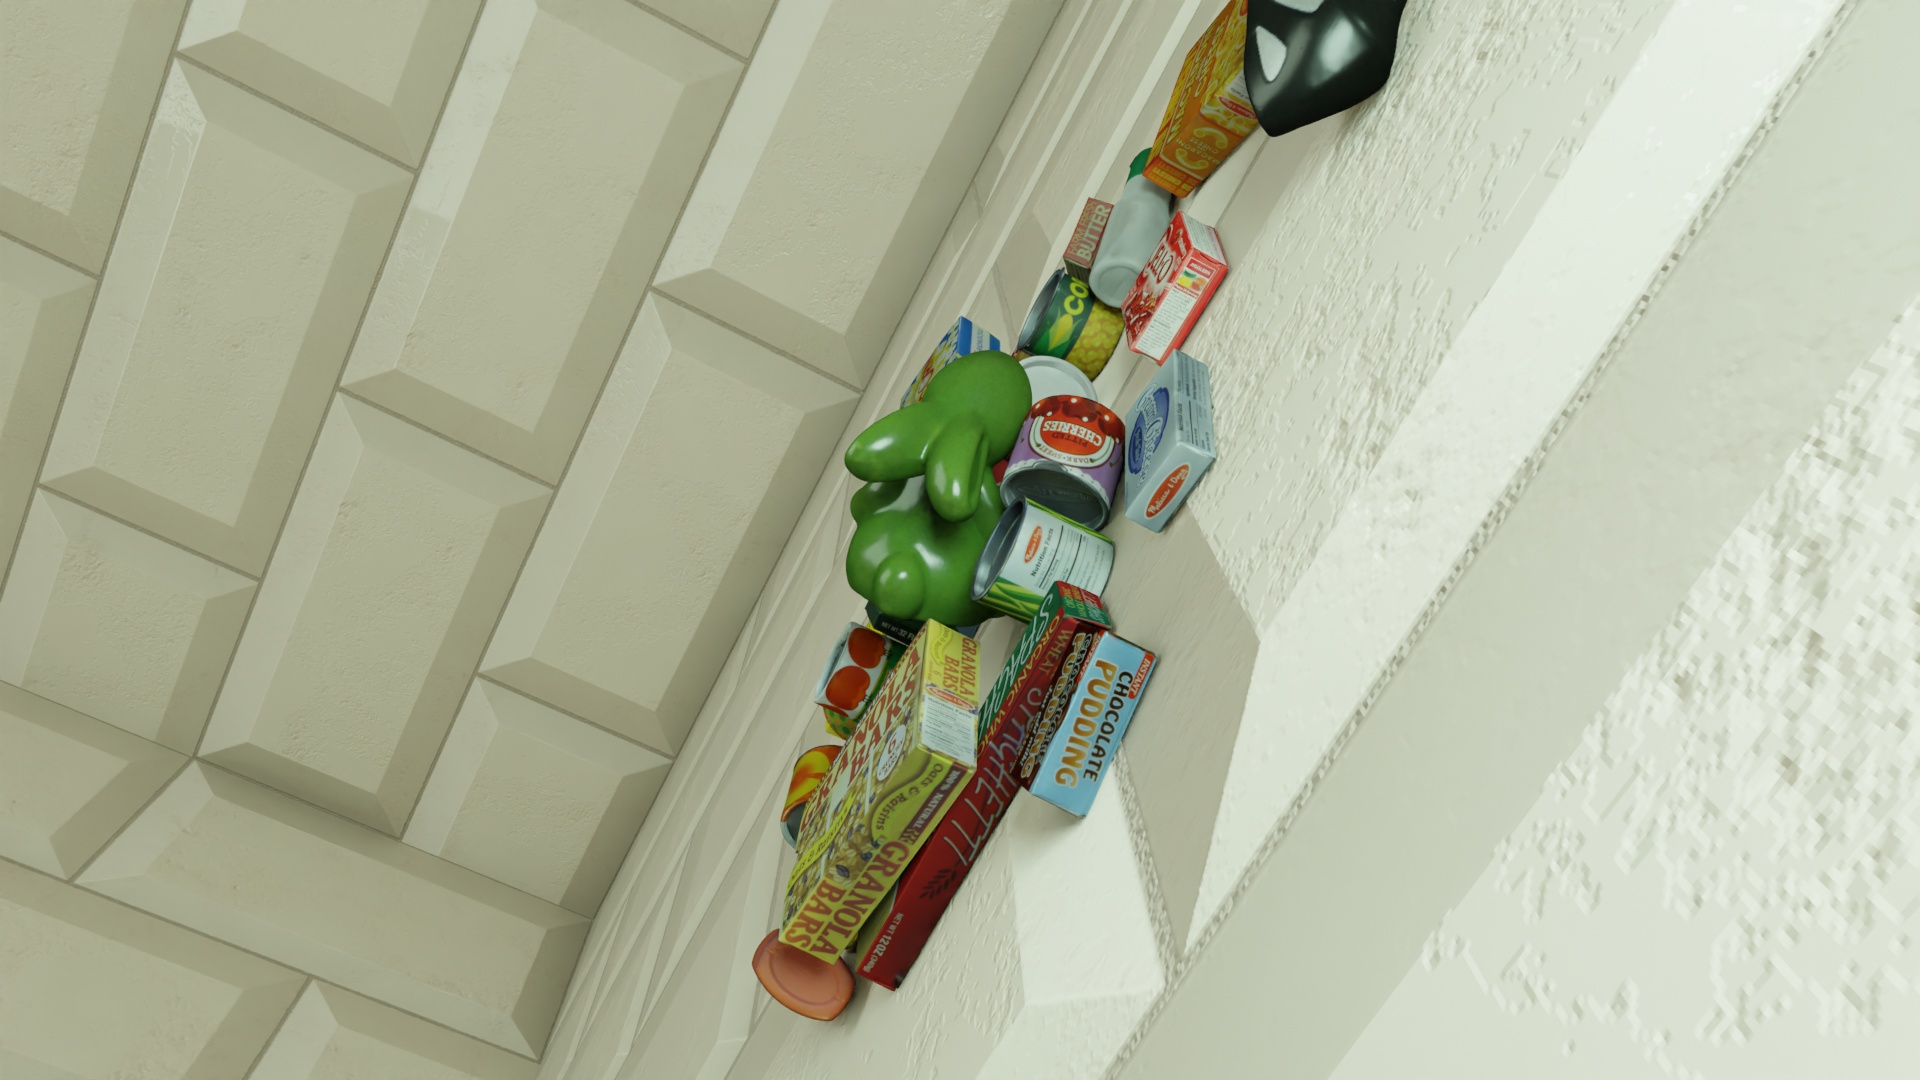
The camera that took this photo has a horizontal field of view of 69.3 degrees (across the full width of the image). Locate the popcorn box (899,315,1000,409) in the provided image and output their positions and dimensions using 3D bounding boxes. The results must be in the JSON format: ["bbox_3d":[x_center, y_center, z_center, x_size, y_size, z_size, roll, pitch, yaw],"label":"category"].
[{"bbox_3d":[-0.010,-0.096,0.985,0.085,0.038,0.127,-51,17,26],"label":"popcorn box"}]

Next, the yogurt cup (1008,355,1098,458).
[{"bbox_3d":[0.057,-0.087,0.973,0.053,0.072,0.073,117,173,-58],"label":"yogurt cup"}]

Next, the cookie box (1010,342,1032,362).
[{"bbox_3d":[0.034,-0.077,1.120,0.167,0.040,0.123,-63,11,8],"label":"cookie box"}]

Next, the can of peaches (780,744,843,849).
[{"bbox_3d":[-0.096,0.196,1.040,0.071,0.071,0.058,-58,12,30],"label":"can of peaches"}]

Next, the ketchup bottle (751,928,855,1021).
[{"bbox_3d":[-0.104,0.280,0.899,0.044,0.065,0.148,-55,-2,-19],"label":"ketchup bottle"}]

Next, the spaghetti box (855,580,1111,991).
[{"bbox_3d":[0.009,0.136,0.766,0.249,0.029,0.050,-61,12,16],"label":"spaghetti box"}]

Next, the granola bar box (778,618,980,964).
[{"bbox_3d":[-0.046,0.143,0.805,0.164,0.039,0.125,-57,14,26],"label":"granola bar box"}]

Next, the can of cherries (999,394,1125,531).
[{"bbox_3d":[0.063,-0.046,0.824,0.071,0.071,0.059,-49,18,56],"label":"can of cherries"}]

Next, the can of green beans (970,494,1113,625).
[{"bbox_3d":[0.046,0.016,0.787,0.071,0.058,0.071,-60,11,20],"label":"can of green beans"}]

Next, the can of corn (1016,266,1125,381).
[{"bbox_3d":[0.083,-0.158,1.018,0.071,0.058,0.071,-60,11,20],"label":"can of corn"}]

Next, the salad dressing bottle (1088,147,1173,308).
[{"bbox_3d":[0.130,-0.231,1.009,0.064,0.044,0.148,-55,12,50],"label":"salad dressing bottle"}]

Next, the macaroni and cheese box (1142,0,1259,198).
[{"bbox_3d":[0.191,-0.323,0.933,0.124,0.040,0.166,-69,12,-23],"label":"macaroni and cheese box"}]

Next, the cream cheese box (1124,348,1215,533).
[{"bbox_3d":[0.110,-0.055,0.736,0.053,0.024,0.104,-56,13,33],"label":"cream cheese box"}]

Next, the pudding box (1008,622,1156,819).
[{"bbox_3d":[0.057,0.083,0.651,0.083,0.030,0.049,-65,11,-3],"label":"pudding box"}]

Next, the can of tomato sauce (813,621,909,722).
[{"bbox_3d":[-0.056,0.105,1.004,0.071,0.083,0.071,-61,10,19],"label":"can of tomato sauce"}]

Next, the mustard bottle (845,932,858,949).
[{"bbox_3d":[-0.066,0.193,0.941,0.065,0.049,0.161,-39,27,64],"label":"mustard bottle"}]

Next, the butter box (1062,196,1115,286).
[{"bbox_3d":[0.104,-0.227,1.089,0.103,0.024,0.053,29,-96,-80],"label":"butter box"}]

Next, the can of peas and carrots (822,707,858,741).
[{"bbox_3d":[-0.068,0.116,1.078,0.058,0.071,0.071,-55,14,44],"label":"can of peas and carrots"}]

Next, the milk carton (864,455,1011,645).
[{"bbox_3d":[0.004,-0.013,1.024,0.190,0.072,0.073,-63,11,3],"label":"milk carton"}]
